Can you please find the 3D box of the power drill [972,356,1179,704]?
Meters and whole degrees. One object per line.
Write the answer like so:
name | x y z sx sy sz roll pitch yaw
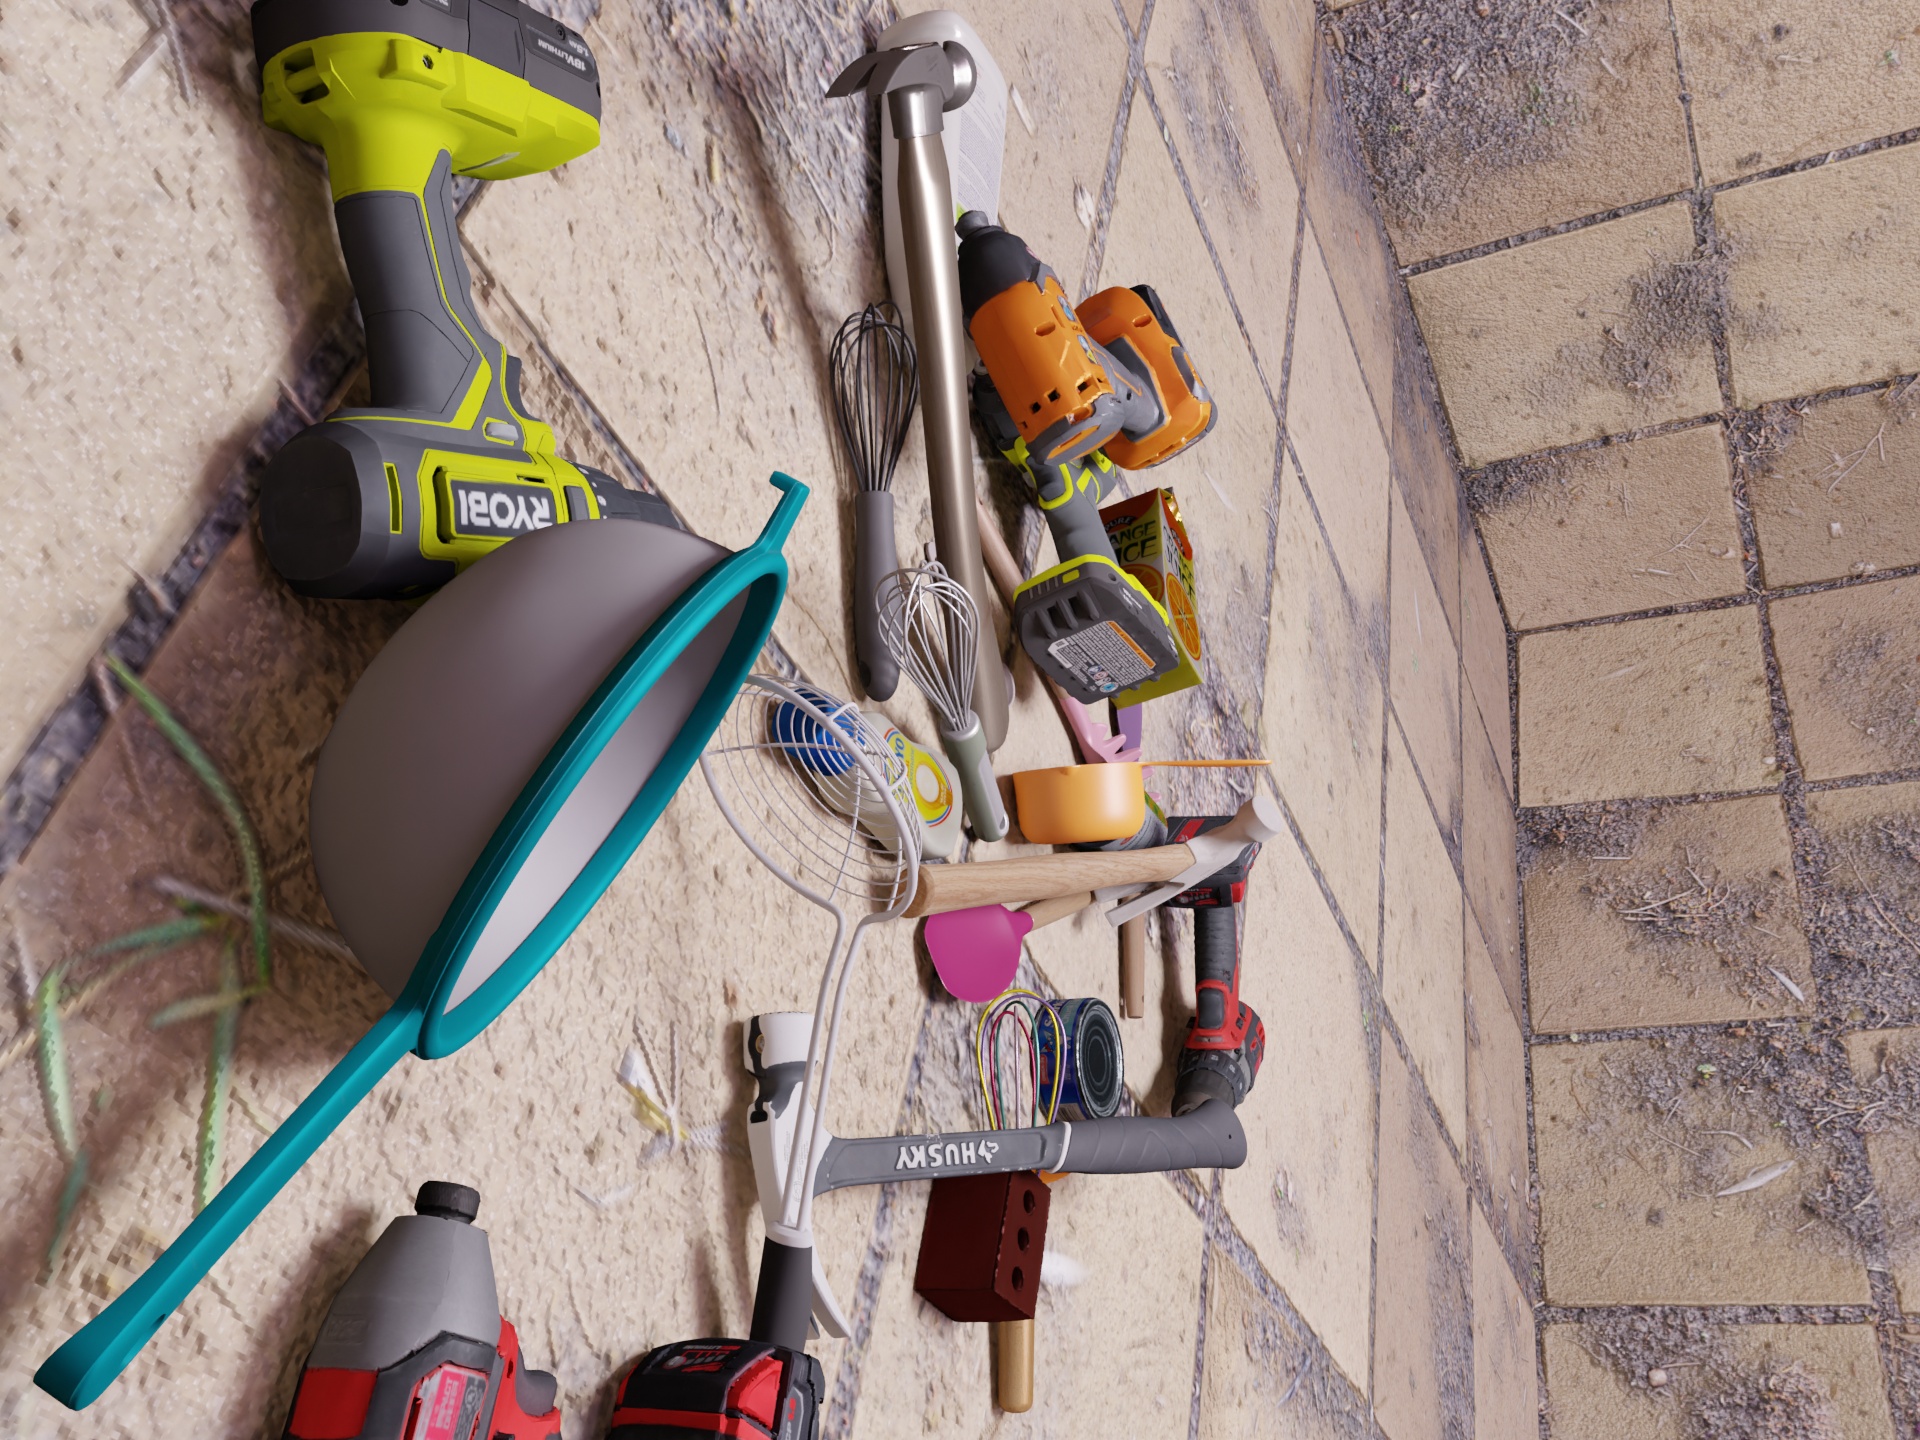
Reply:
power drill | 0.070 -0.138 1.093 0.171 0.080 0.223 38 34 -54

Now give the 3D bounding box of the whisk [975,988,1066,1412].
whisk | 0.031 0.286 0.960 0.047 0.051 0.245 12 74 -41

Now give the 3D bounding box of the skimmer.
skimmer | -0.086 0.164 0.684 0.090 0.127 0.363 10 88 -47

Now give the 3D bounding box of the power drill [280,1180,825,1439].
power drill | -0.144 0.260 0.572 0.219 0.078 0.143 44 44 -47

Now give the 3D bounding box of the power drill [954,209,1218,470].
power drill | 0.076 -0.244 1.034 0.226 0.084 0.164 -11 74 -62

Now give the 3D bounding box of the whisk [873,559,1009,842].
whisk | -0.001 -0.003 0.930 0.246 0.059 0.058 73 27 -50

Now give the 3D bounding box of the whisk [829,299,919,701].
whisk | -0.047 -0.129 0.924 0.055 0.055 0.239 12 75 -62

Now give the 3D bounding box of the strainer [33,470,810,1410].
strainer | -0.185 0.046 0.516 0.095 0.211 0.340 35 52 1

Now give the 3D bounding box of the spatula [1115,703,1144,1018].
spatula | 0.135 0.077 1.252 0.059 0.018 0.316 38 48 -55

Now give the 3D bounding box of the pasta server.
pasta server | 0.073 -0.042 1.146 0.060 0.040 0.316 -85 152 -52

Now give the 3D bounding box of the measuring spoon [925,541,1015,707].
measuring spoon | 0.002 -0.060 1.039 0.124 0.018 0.034 63 35 -18

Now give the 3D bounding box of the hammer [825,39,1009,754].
hammer | -0.011 -0.165 0.911 0.146 0.038 0.410 -54 143 -59

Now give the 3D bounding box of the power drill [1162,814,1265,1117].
power drill | 0.193 0.200 1.242 0.188 0.080 0.226 -31 116 -68

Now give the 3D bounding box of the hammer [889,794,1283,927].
hammer | 0.075 0.098 1.012 0.331 0.130 0.031 0 57 -50

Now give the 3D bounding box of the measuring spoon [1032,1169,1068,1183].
measuring spoon | 0.056 0.291 1.037 0.117 0.011 0.021 10 75 -66

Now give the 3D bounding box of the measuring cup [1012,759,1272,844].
measuring cup | 0.122 0.054 1.063 0.095 0.173 0.052 15 72 -78

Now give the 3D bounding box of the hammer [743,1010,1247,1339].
hammer | 0.043 0.242 0.879 0.408 0.036 0.149 14 64 -47

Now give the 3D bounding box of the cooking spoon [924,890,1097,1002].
cooking spoon | 0.052 0.131 1.066 0.319 0.017 0.069 -8 74 -64

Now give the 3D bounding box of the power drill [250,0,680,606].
power drill | -0.185 -0.155 0.621 0.190 0.080 0.228 -6 90 -63
